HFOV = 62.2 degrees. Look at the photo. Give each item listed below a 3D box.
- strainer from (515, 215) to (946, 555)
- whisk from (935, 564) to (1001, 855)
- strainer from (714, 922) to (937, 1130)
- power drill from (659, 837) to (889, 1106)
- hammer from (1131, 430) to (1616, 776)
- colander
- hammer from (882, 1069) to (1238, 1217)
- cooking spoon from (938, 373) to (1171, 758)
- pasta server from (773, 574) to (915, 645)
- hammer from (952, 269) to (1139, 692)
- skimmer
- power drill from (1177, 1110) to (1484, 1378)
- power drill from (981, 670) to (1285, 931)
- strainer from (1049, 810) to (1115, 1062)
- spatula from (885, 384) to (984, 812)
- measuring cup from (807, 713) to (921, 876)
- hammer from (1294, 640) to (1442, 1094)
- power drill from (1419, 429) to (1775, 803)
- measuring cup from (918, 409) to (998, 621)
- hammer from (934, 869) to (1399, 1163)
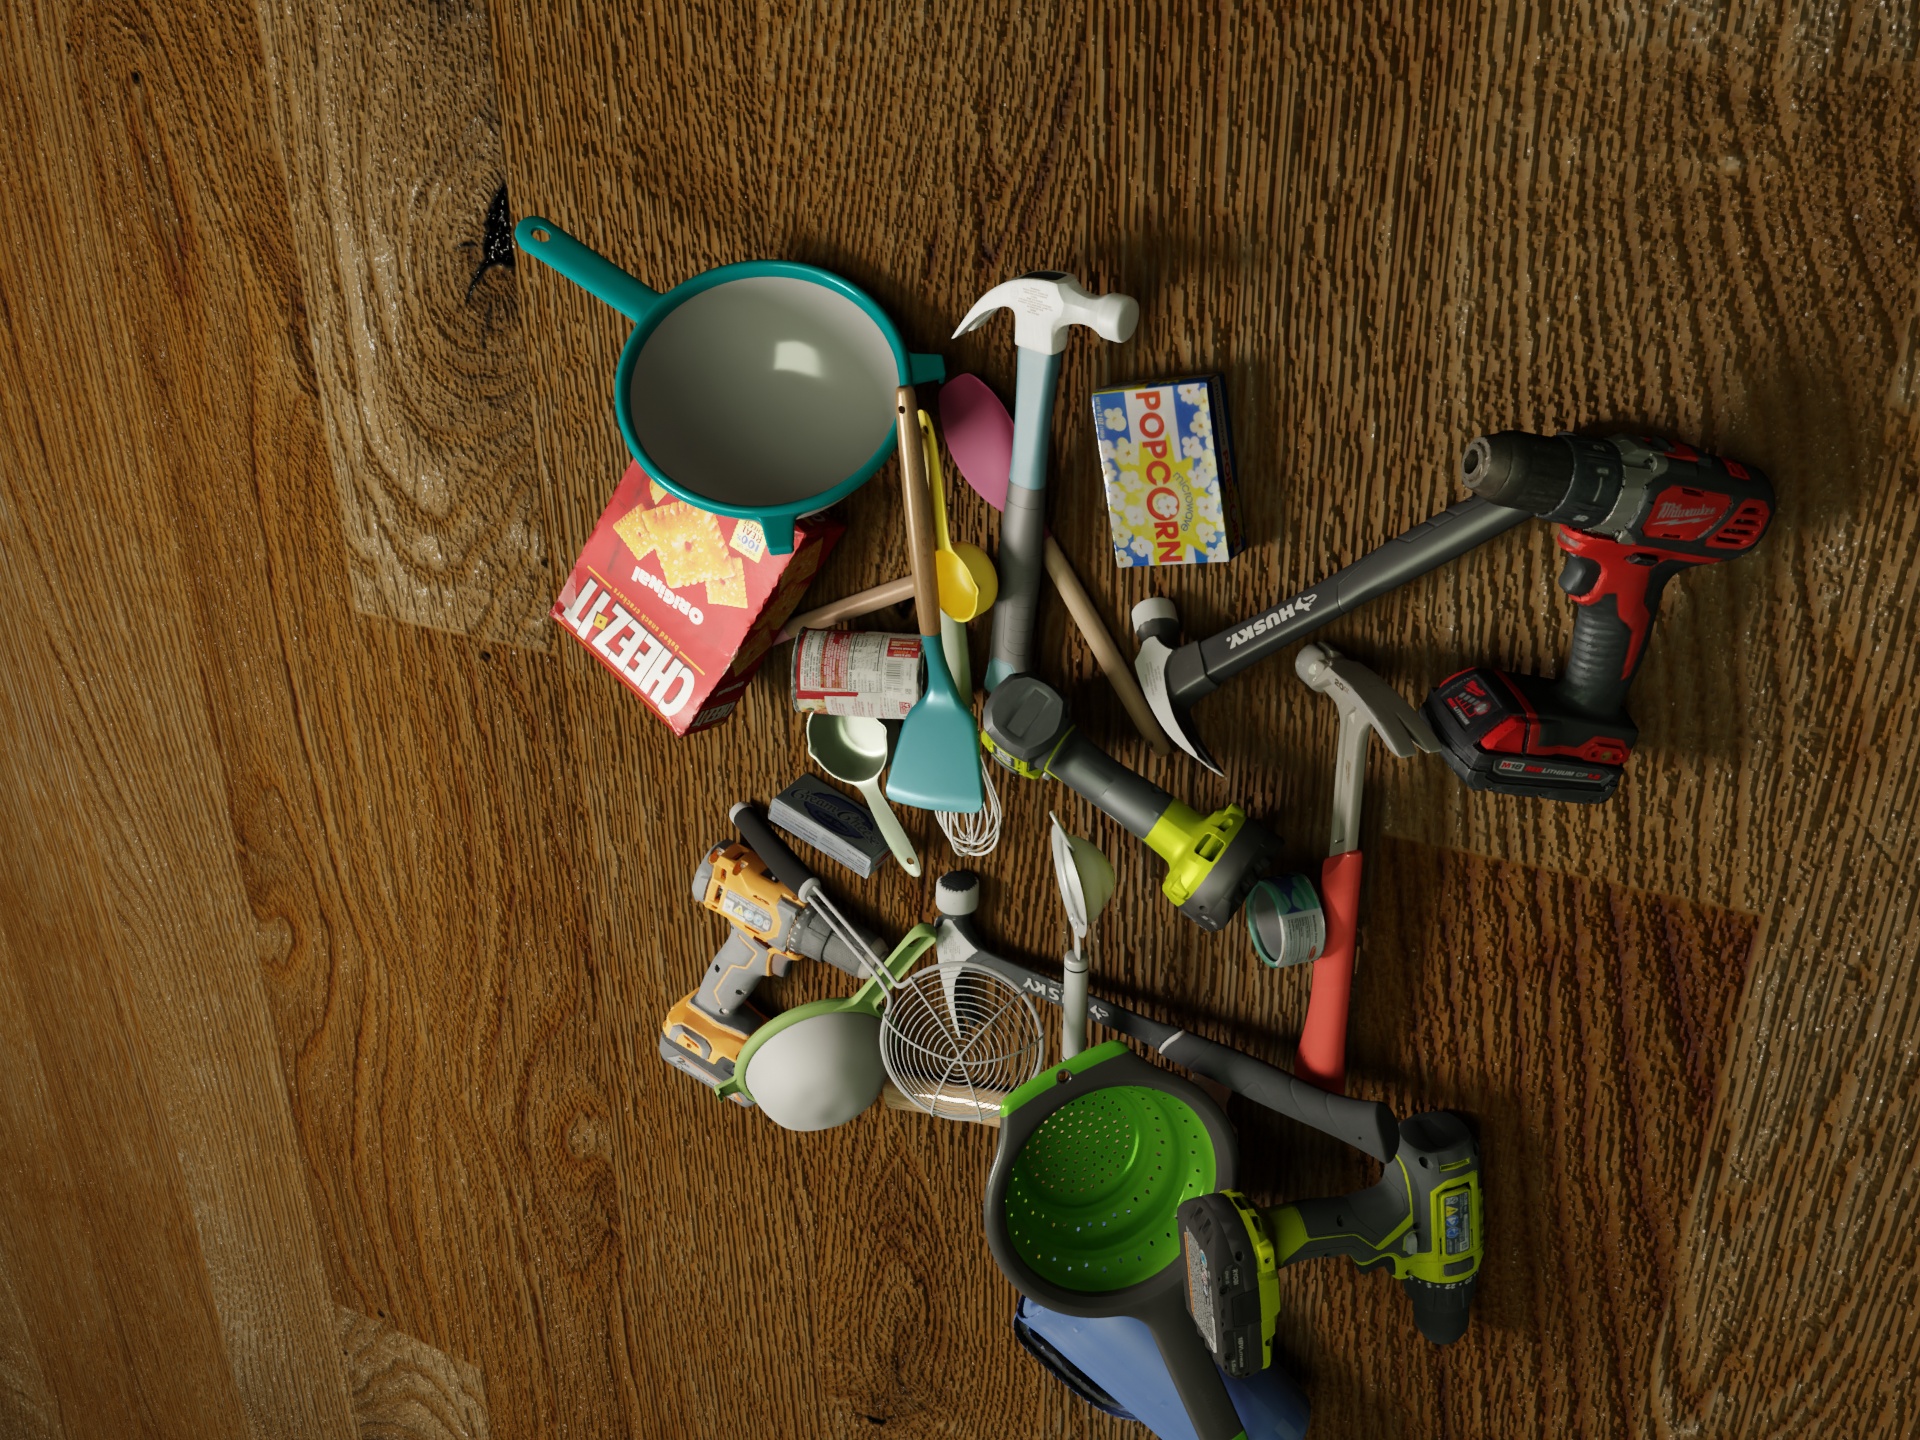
[{"bbox_3d":[-0.190,-0.259,1.178,0.340,0.211,0.095,35,163,13],"label":"strainer"},{"bbox_3d":[-0.002,-0.004,1.239,0.059,0.058,0.246,11,117,34],"label":"whisk"},{"bbox_3d":[-0.088,0.277,1.364,0.256,0.151,0.069,-52,42,28],"label":"strainer"},{"bbox_3d":[-0.169,0.238,1.433,0.185,0.084,0.226,26,118,14],"label":"power drill"},{"bbox_3d":[0.262,-0.086,1.037,0.335,0.146,0.035,-29,140,28],"label":"hammer"},{"bbox_3d":[0.137,0.418,1.255,0.204,0.094,0.397,-26,107,-8],"label":"colander"},{"bbox_3d":[0.078,0.343,1.362,0.331,0.031,0.130,2,101,31],"label":"hammer"},{"bbox_3d":[0.074,-0.111,1.174,0.069,0.017,0.319,-23,100,48],"label":"cooking spoon"},{"bbox_3d":[-0.122,-0.080,1.285,0.316,0.040,0.060,-16,92,32],"label":"pasta server"},{"bbox_3d":[0.047,-0.157,1.130,0.128,0.033,0.330,26,130,28],"label":"hammer"},{"bbox_3d":[-0.074,0.182,1.315,0.364,0.090,0.127,42,102,40],"label":"skimmer"},{"bbox_3d":[0.287,0.409,1.197,0.228,0.080,0.190,-12,111,-11],"label":"power drill"},{"bbox_3d":[0.115,0.056,1.157,0.223,0.171,0.080,36,84,7],"label":"power drill"},{"bbox_3d":[0.090,0.175,1.212,0.050,0.087,0.258,-7,120,-10],"label":"strainer"},{"bbox_3d":[-0.027,-0.083,1.148,0.082,0.044,0.317,7,120,25],"label":"spatula"},{"bbox_3d":[-0.065,0.050,1.313,0.083,0.038,0.167,-18,104,34],"label":"measuring cup"},{"bbox_3d":[0.272,0.131,1.124,0.036,0.149,0.358,-9,120,-12],"label":"hammer"},{"bbox_3d":[0.357,-0.068,0.957,0.187,0.080,0.226,7,122,-15],"label":"power drill"},{"bbox_3d":[-0.005,-0.148,1.141,0.062,0.029,0.156,15,122,50],"label":"measuring cup"},{"bbox_3d":[0.148,0.250,1.251,0.409,0.036,0.149,19,122,31],"label":"hammer"}]
